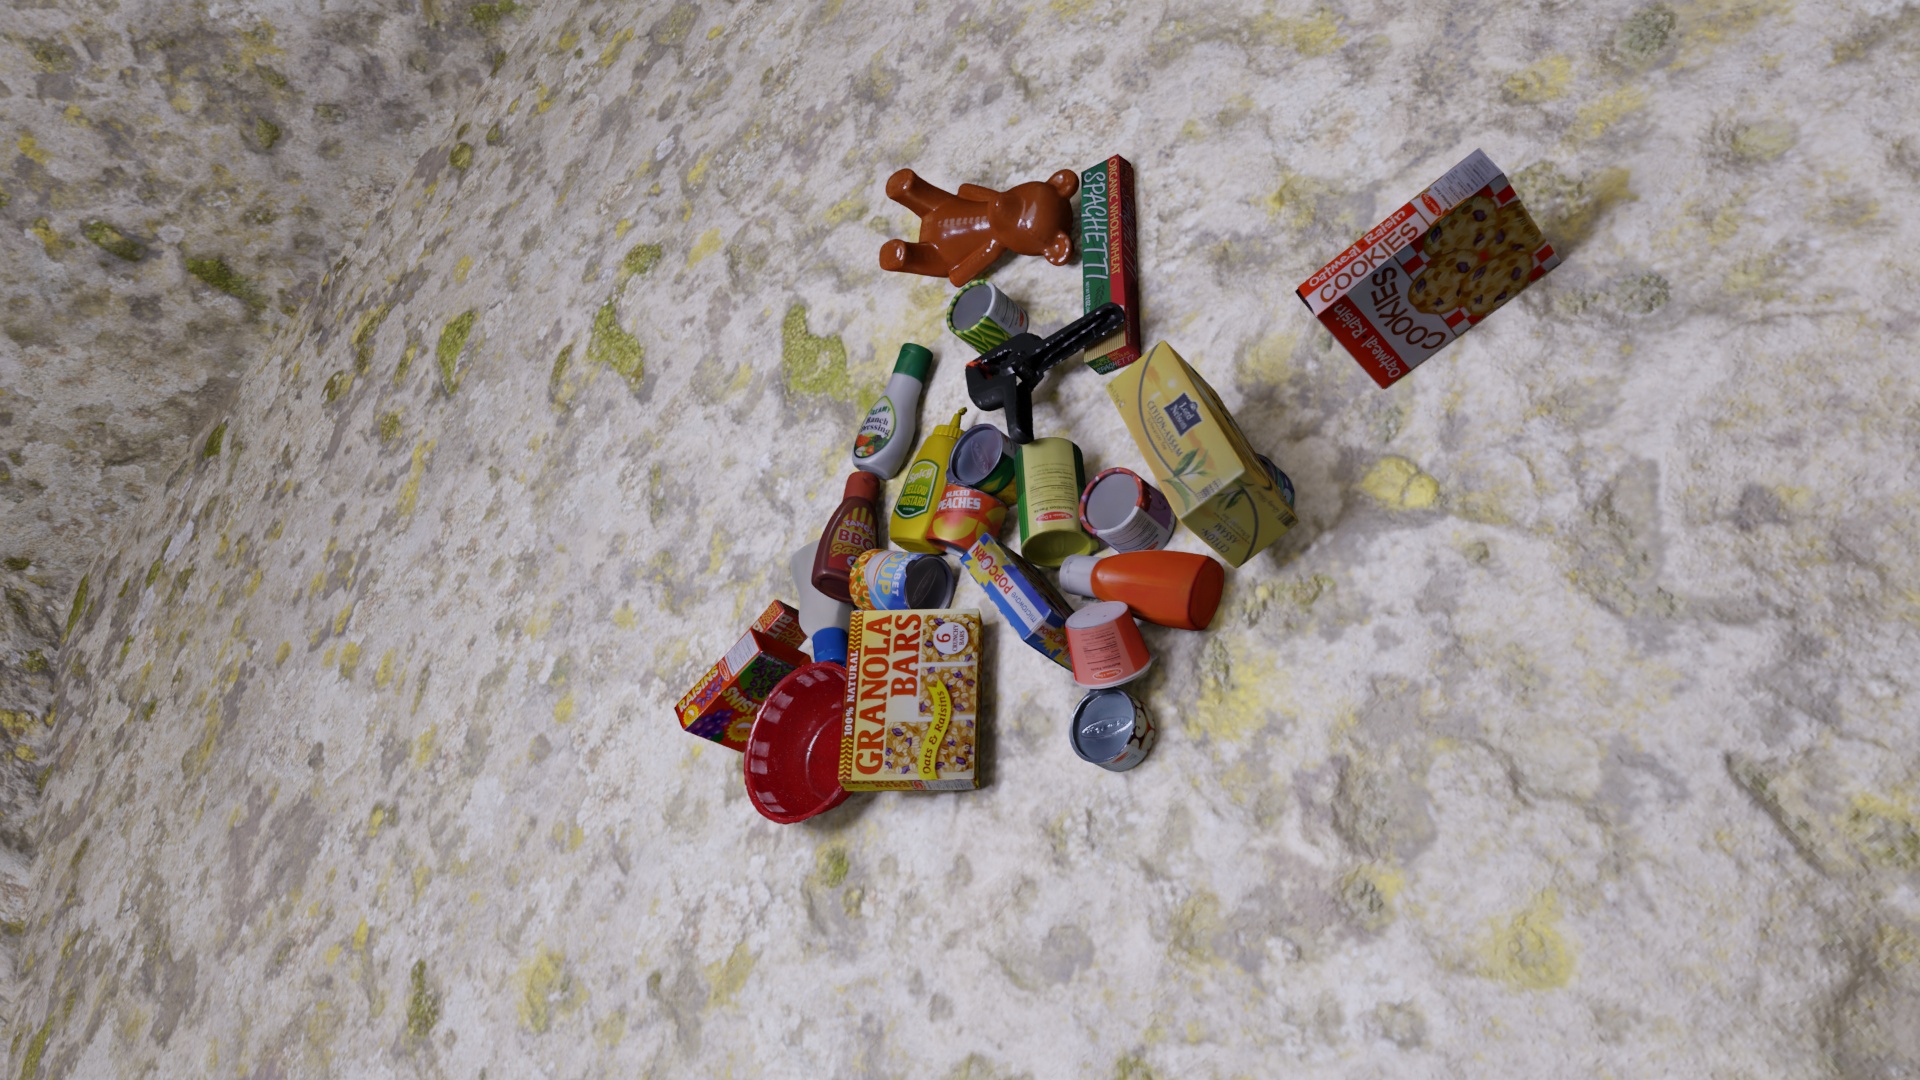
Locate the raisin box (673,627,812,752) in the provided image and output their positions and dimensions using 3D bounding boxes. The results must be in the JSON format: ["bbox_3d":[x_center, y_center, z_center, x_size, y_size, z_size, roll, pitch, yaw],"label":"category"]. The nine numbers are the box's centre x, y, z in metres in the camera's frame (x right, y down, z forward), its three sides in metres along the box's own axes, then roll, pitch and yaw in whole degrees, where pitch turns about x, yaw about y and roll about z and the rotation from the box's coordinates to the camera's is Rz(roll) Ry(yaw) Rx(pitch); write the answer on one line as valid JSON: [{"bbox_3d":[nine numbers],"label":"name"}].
[{"bbox_3d":[-0.221,0.156,1.433,0.123,0.086,0.040,-45,46,13],"label":"raisin box"}]

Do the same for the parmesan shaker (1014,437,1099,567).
[{"bbox_3d":[0.088,-0.036,1.280,0.071,0.071,0.103,-25,51,30],"label":"parmesan shaker"}]

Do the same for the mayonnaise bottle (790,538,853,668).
[{"bbox_3d":[-0.140,0.069,1.443,0.064,0.041,0.149,-27,52,21],"label":"mayonnaise bottle"}]

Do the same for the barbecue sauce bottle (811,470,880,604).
[{"bbox_3d":[-0.112,-0.007,1.443,0.043,0.065,0.149,-46,27,44],"label":"barbecue sauce bottle"}]

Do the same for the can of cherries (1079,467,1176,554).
[{"bbox_3d":[0.146,-0.025,1.224,0.071,0.058,0.072,-21,54,33],"label":"can of cherries"}]

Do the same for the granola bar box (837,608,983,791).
[{"bbox_3d":[-0.043,0.145,1.272,0.124,0.039,0.166,-2,61,8],"label":"granola bar box"}]

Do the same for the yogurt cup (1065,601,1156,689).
[{"bbox_3d":[0.121,0.086,1.163,0.072,0.053,0.072,-17,15,5],"label":"yogurt cup"}]

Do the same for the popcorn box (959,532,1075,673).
[{"bbox_3d":[0.062,0.055,1.233,0.038,0.085,0.127,-48,43,9],"label":"popcorn box"}]

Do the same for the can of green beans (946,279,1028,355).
[{"bbox_3d":[0.027,-0.231,1.451,0.071,0.057,0.071,-22,54,33],"label":"can of green beans"}]

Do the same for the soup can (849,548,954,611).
[{"bbox_3d":[-0.060,0.041,1.363,0.084,0.071,0.071,5,70,44],"label":"soup can"}]

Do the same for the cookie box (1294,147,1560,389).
[{"bbox_3d":[0.364,-0.207,1.083,0.167,0.123,0.040,-38,46,20],"label":"cookie box"}]

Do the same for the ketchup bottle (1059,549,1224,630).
[{"bbox_3d":[0.151,0.037,1.194,0.149,0.043,0.065,8,71,45],"label":"ketchup bottle"}]

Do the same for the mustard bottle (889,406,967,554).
[{"bbox_3d":[-0.023,-0.066,1.408,0.065,0.048,0.160,2,69,41],"label":"mustard bottle"}]

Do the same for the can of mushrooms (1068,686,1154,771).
[{"bbox_3d":[0.126,0.155,1.156,0.071,0.033,0.071,-22,54,33],"label":"can of mushrooms"}]

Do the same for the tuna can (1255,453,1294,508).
[{"bbox_3d":[0.242,-0.039,1.163,0.071,0.033,0.071,-21,54,32],"label":"tuna can"}]

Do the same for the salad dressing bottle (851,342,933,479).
[{"bbox_3d":[-0.070,-0.141,1.498,0.064,0.044,0.148,7,71,43],"label":"salad dressing bottle"}]

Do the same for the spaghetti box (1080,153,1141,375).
[{"bbox_3d":[0.149,-0.281,1.391,0.050,0.028,0.251,-20,55,34],"label":"spaghetti box"}]

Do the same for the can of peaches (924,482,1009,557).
[{"bbox_3d":[0.005,-0.017,1.338,0.071,0.071,0.058,12,77,45],"label":"can of peaches"}]

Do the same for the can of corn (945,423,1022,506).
[{"bbox_3d":[0.030,-0.071,1.356,0.071,0.058,0.071,-21,54,33],"label":"can of corn"}]

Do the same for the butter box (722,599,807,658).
[{"bbox_3d":[-0.205,0.112,1.468,0.103,0.053,0.024,-48,46,10],"label":"butter box"}]
